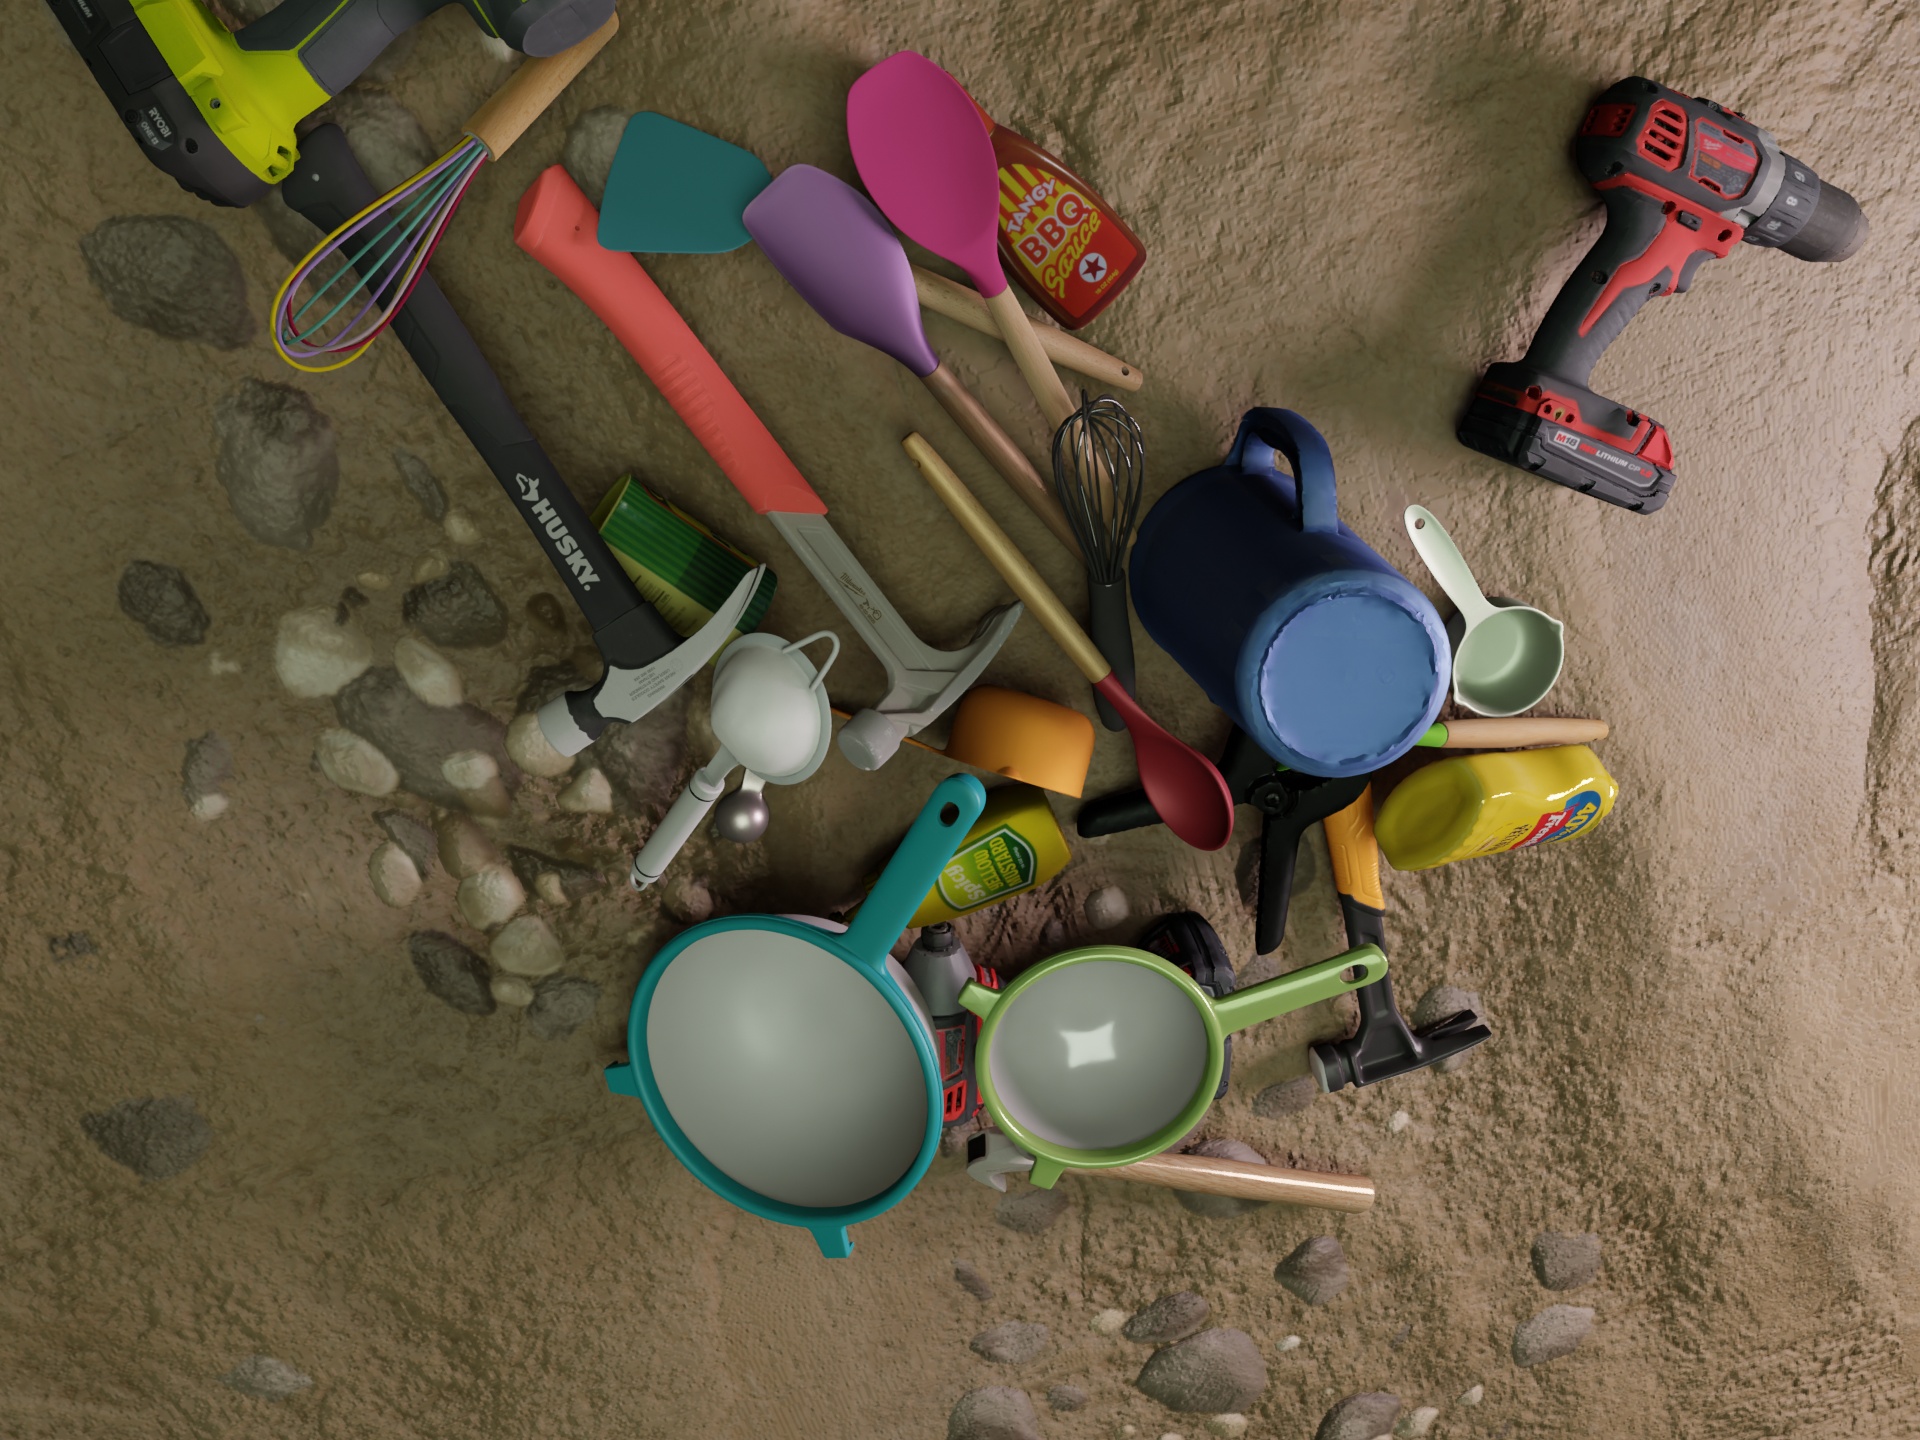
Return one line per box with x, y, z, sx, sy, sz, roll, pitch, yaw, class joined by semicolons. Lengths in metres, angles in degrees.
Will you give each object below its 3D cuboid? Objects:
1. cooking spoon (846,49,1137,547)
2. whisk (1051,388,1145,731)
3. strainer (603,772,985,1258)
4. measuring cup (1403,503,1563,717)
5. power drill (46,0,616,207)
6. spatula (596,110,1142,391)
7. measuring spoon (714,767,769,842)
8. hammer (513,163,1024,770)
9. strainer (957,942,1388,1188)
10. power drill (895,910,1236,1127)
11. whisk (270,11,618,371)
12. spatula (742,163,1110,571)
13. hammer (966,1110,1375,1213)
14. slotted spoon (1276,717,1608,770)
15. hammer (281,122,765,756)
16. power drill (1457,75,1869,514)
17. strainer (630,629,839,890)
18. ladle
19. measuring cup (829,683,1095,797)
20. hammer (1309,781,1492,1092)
0.030;-0.216;0.876;0.069;0.017;0.318;-34;125;0;cooking spoon
0.085;-0.087;0.941;0.055;0.055;0.238;-13;130;-5;whisk
-0.065;0.154;0.975;0.211;0.095;0.340;35;115;7;strainer
0.320;-0.076;1.013;0.083;0.038;0.167;-37;112;6;measuring cup
-0.301;-0.367;0.743;0.228;0.080;0.190;-31;95;2;power drill
-0.036;-0.242;0.876;0.317;0.044;0.082;18;75;-25;spatula
-0.121;0.023;0.980;0.034;0.018;0.124;16;108;-16;measuring spoon
-0.110;-0.151;0.882;0.359;0.037;0.149;52;58;-16;hammer
0.132;0.177;0.980;0.256;0.069;0.151;-20;108;3;strainer
0.065;0.192;1.056;0.219;0.079;0.143;-4;112;-6;power drill
-0.251;-0.266;0.785;0.047;0.051;0.245;44;74;-26;whisk
-0.001;-0.180;0.888;0.060;0.018;0.315;-39;125;9;spatula
0.154;0.319;1.121;0.331;0.031;0.130;15;152;-25;hammer
0.311;0.009;0.989;0.313;0.070;0.031;-1;73;-37;slotted spoon
-0.238;-0.155;0.825;0.146;0.035;0.334;-31;97;10;hammer
0.419;-0.242;0.944;0.187;0.080;0.226;17;105;-17;power drill
-0.144;0.034;0.915;0.087;0.050;0.258;52;134;12;strainer
0.067;-0.045;0.942;0.315;0.069;0.031;50;59;-17;ladle
-0.002;-0.003;0.970;0.173;0.095;0.052;19;89;5;measuring cup
0.276;0.100;1.078;0.127;0.034;0.336;-17;114;-3;hammer
